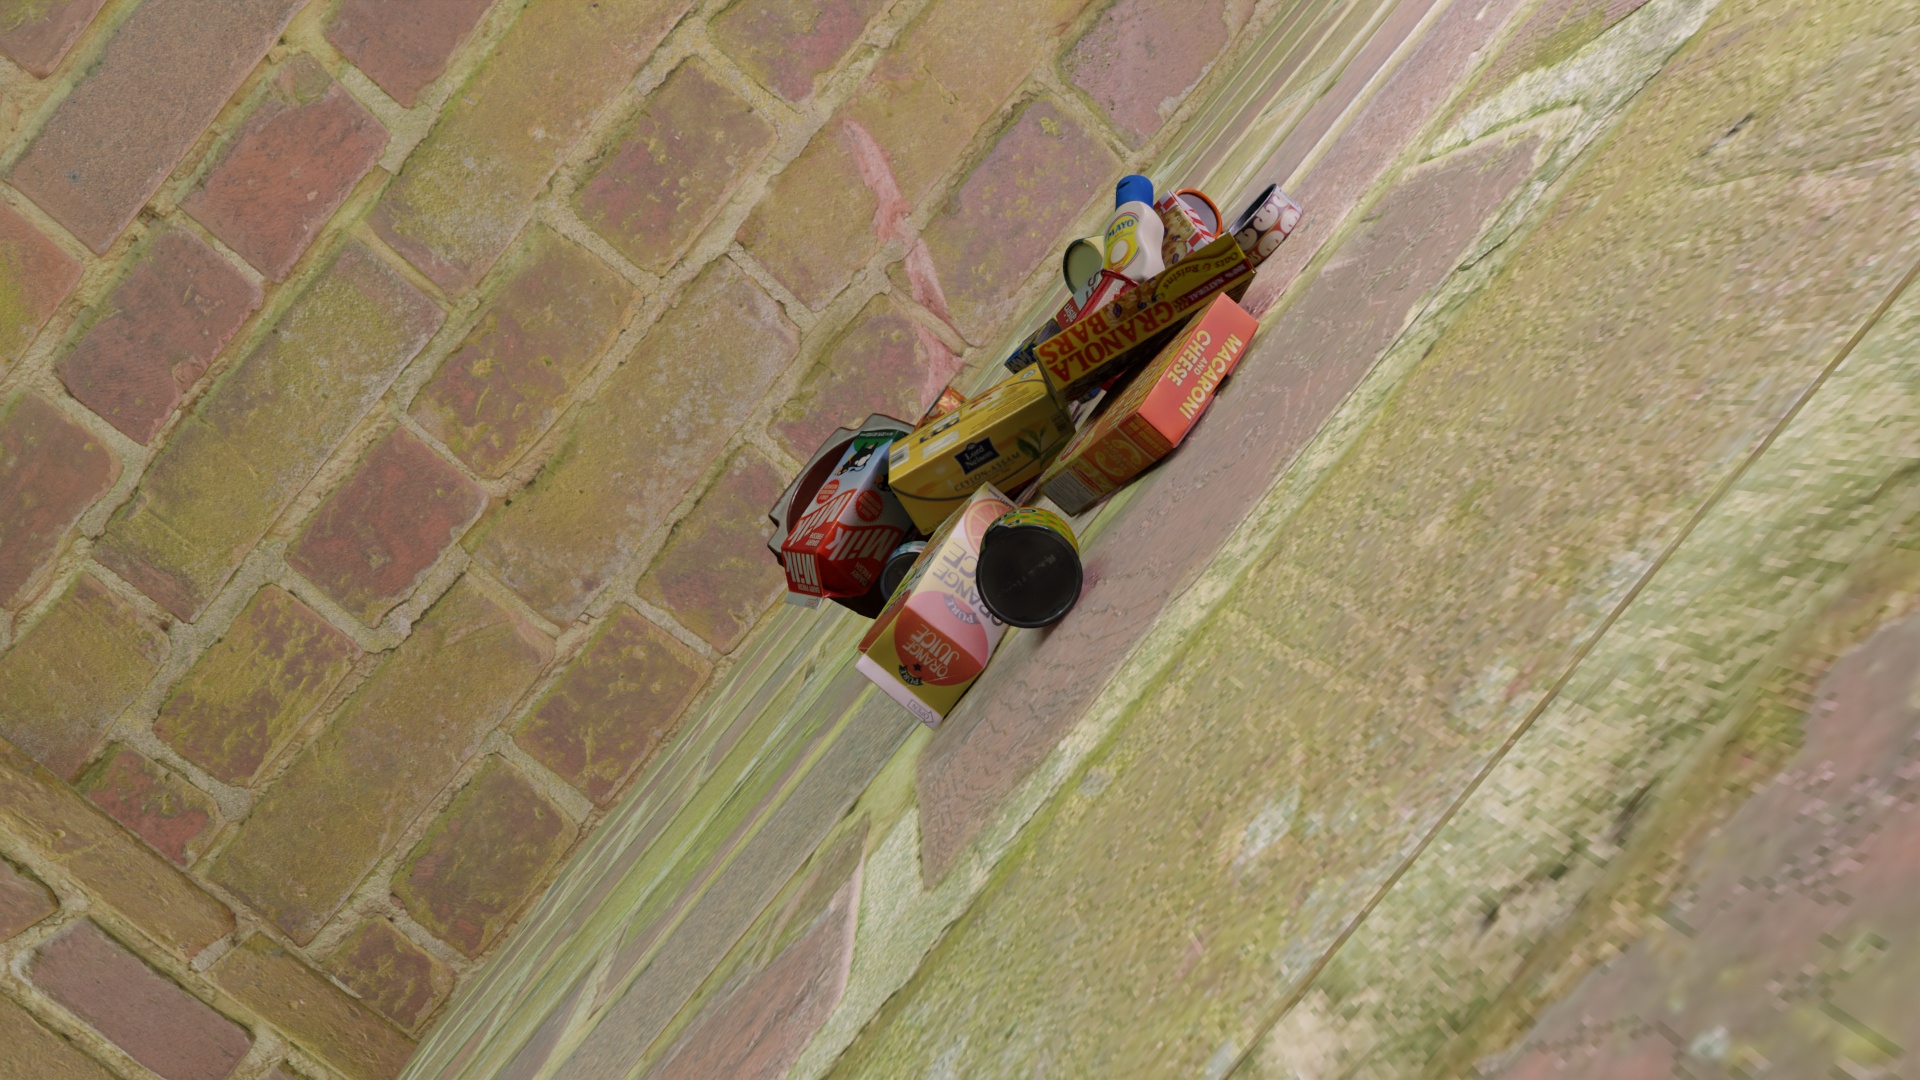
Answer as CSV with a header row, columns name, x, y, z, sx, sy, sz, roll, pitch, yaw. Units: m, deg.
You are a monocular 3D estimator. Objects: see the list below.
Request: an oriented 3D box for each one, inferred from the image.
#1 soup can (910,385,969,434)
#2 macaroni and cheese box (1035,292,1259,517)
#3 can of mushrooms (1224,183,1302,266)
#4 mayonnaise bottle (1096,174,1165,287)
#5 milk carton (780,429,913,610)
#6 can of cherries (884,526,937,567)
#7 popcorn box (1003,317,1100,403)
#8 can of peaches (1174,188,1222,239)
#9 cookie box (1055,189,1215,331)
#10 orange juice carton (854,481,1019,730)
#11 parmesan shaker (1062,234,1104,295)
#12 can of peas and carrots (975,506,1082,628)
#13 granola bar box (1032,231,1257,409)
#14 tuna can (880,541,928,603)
name,x,y,z,sx,sy,sz,roll,pitch,yaw
soup can,0.001,-0.103,1.381,0.071,0.084,0.071,-53,8,11
macaroni and cheese box,0.132,-0.093,0.998,0.124,0.040,0.166,-53,7,-25
can of mushrooms,0.249,-0.260,1.158,0.071,0.033,0.071,-49,8,9
mayonnaise bottle,0.159,-0.277,1.290,0.064,0.041,0.149,-25,45,38
milk carton,-0.106,-0.013,1.361,0.072,0.073,0.191,5,57,54
can of cherries,-0.032,0.022,1.348,0.071,0.058,0.071,-50,7,8
popcorn box,0.101,-0.182,1.461,0.038,0.085,0.126,-51,7,-10
can of peaches,0.238,-0.333,1.480,0.071,0.071,0.057,-55,8,-35
cookie box,0.170,-0.237,1.323,0.167,0.040,0.123,-47,32,22
orange juice carton,-0.008,0.050,0.999,0.072,0.072,0.194,-44,9,44
parmesan shaker,0.164,-0.290,1.446,0.103,0.071,0.071,-17,-14,-34
can of peas and carrots,0.042,0.014,0.878,0.071,0.071,0.059,-49,6,12
granola bar box,0.136,-0.163,1.046,0.165,0.039,0.124,-31,-3,5
tuna can,-0.041,0.038,1.290,0.071,0.071,0.033,-48,6,20
